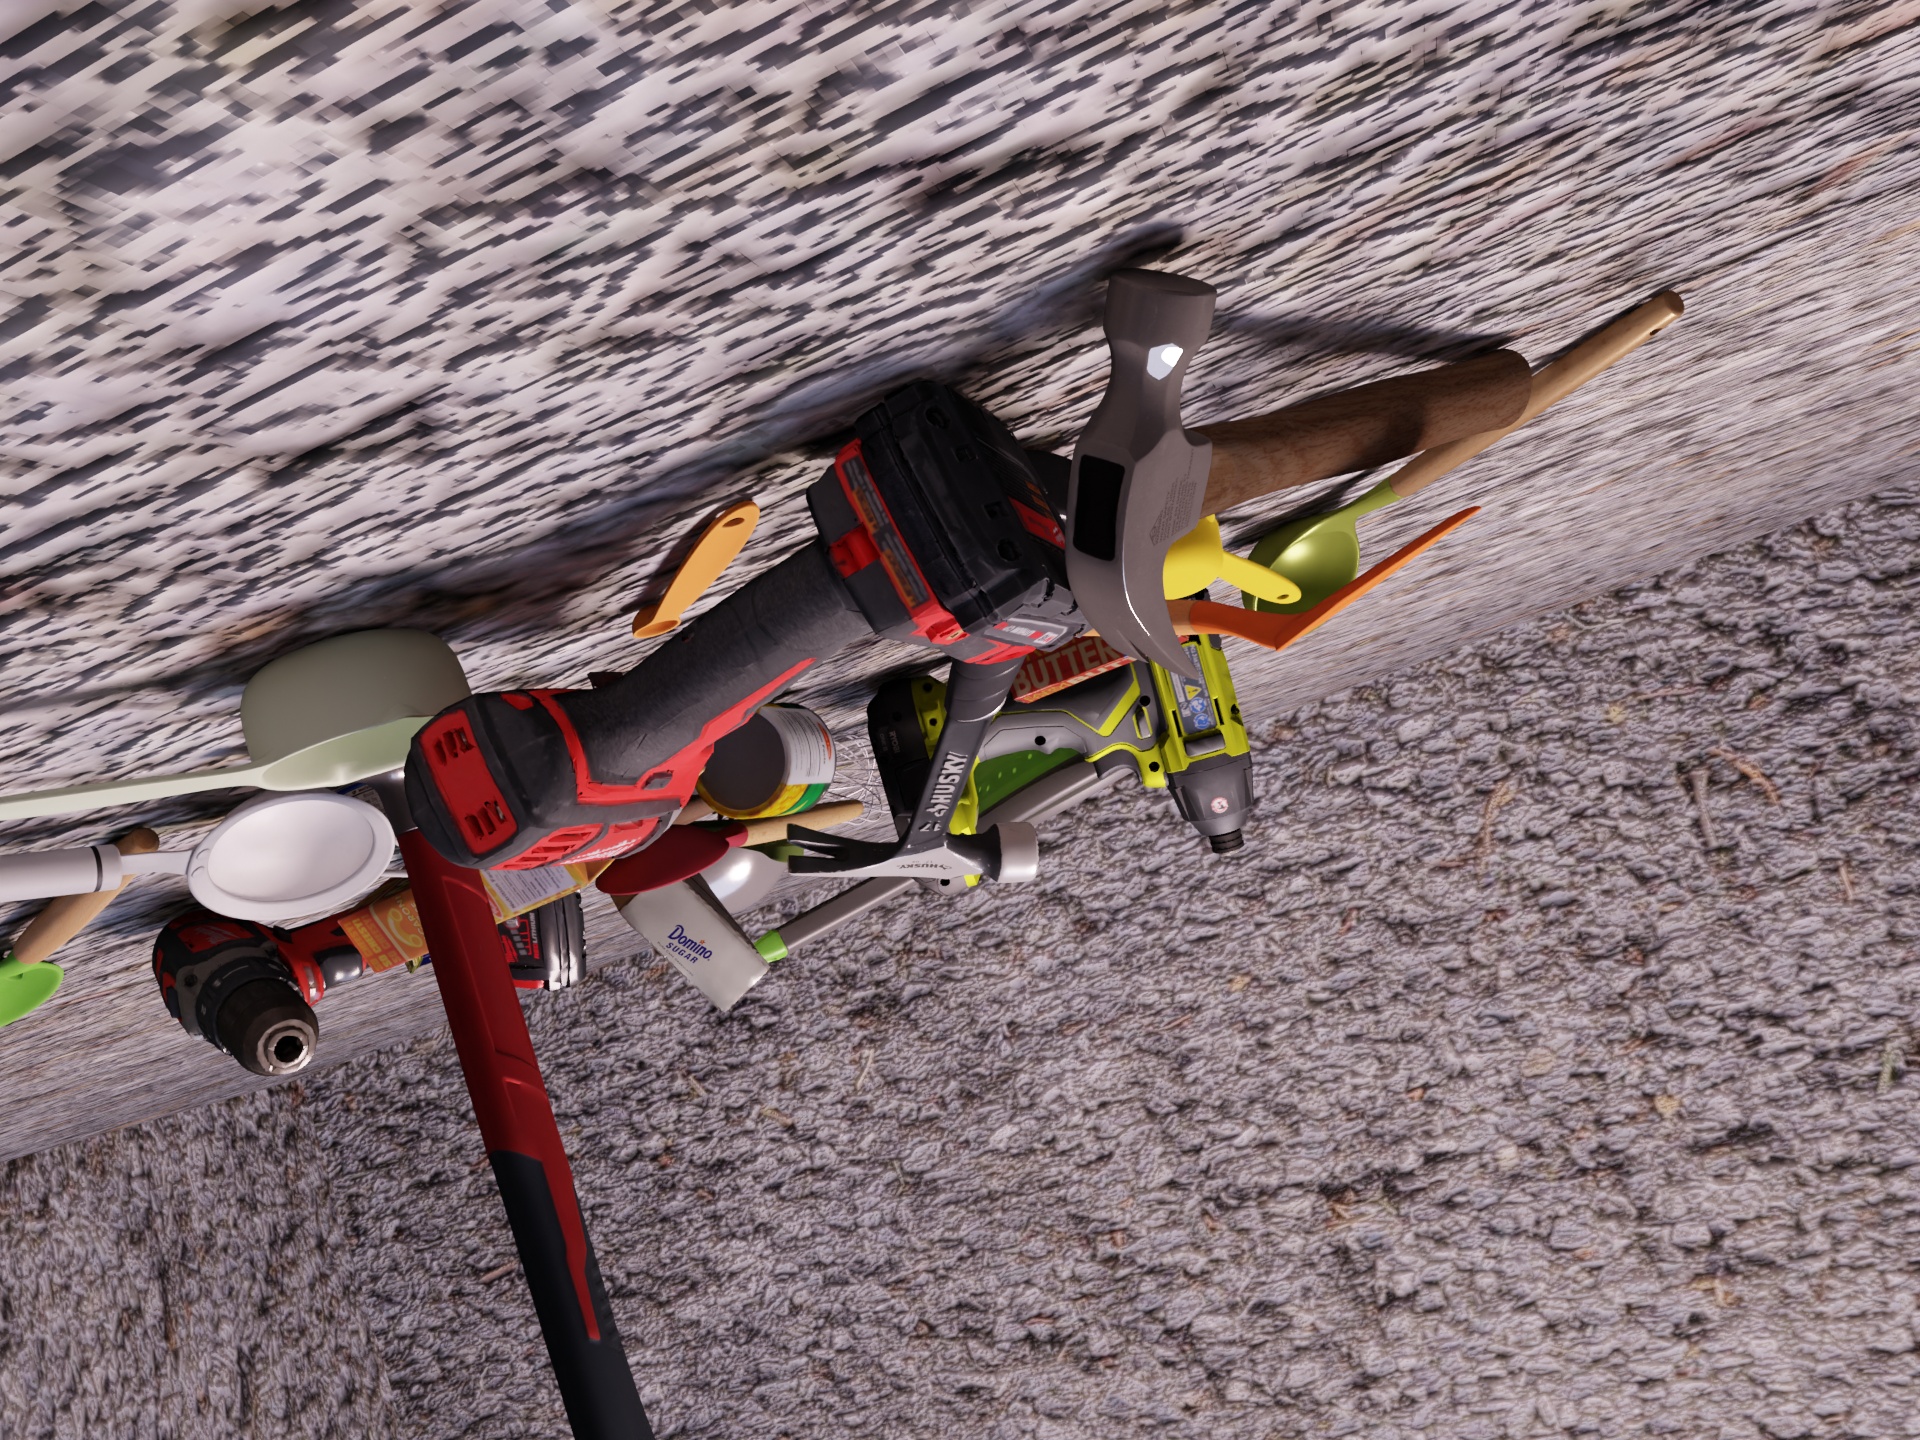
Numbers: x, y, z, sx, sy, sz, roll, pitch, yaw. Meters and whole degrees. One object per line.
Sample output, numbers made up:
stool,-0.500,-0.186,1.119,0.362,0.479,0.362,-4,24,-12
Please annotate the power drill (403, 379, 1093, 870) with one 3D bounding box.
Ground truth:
power drill,-0.068,-0.018,0.548,0.219,0.078,0.143,-30,171,14

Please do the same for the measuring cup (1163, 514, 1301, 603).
measuring cup,0.139,-0.073,0.844,0.062,0.029,0.156,-24,154,37

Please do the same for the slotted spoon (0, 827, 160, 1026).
slotted spoon,-0.454,0.107,0.793,0.070,0.031,0.314,-12,168,-47

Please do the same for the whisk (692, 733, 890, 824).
whisk,-0.121,0.036,1.065,0.070,0.070,0.284,-22,167,22

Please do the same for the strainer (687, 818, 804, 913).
strainer,-0.163,0.109,1.136,0.151,0.069,0.256,-2,180,-26

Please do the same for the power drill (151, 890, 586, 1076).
power drill,-0.335,0.138,0.924,0.226,0.080,0.188,-12,-164,-36

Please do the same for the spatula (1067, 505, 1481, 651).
spatula,0.091,-0.055,0.720,0.081,0.041,0.323,-31,-161,-27

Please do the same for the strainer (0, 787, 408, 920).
strainer,-0.346,0.058,0.658,0.258,0.050,0.086,-4,139,-44

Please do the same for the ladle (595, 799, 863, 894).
ladle,-0.120,0.066,0.947,0.069,0.031,0.315,-6,180,18

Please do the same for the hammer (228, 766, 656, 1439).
hammer,-0.188,0.188,0.658,0.038,0.386,0.143,-22,172,21

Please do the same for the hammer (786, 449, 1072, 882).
hammer,-0.001,-0.002,0.769,0.149,0.036,0.408,-1,154,-10

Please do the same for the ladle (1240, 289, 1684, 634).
ladle,0.252,-0.124,0.834,0.078,0.062,0.320,-11,167,-28

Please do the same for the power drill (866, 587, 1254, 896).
power drill,0.066,0.024,0.992,0.223,0.171,0.080,-15,-172,3

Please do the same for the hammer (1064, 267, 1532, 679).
hammer,0.139,-0.102,0.582,0.031,0.130,0.331,25,-151,31

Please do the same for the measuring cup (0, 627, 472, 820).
measuring cup,-0.243,0.002,0.523,0.167,0.038,0.083,-12,169,-38

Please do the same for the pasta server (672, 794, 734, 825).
pasta server,-0.166,0.061,1.036,0.060,0.040,0.316,-3,-177,9

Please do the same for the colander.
colander,0.000,0.045,1.119,0.397,0.094,0.204,-27,173,-15

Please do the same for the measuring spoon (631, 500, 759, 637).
measuring spoon,-0.099,-0.056,0.586,0.021,0.011,0.117,-15,168,-32
